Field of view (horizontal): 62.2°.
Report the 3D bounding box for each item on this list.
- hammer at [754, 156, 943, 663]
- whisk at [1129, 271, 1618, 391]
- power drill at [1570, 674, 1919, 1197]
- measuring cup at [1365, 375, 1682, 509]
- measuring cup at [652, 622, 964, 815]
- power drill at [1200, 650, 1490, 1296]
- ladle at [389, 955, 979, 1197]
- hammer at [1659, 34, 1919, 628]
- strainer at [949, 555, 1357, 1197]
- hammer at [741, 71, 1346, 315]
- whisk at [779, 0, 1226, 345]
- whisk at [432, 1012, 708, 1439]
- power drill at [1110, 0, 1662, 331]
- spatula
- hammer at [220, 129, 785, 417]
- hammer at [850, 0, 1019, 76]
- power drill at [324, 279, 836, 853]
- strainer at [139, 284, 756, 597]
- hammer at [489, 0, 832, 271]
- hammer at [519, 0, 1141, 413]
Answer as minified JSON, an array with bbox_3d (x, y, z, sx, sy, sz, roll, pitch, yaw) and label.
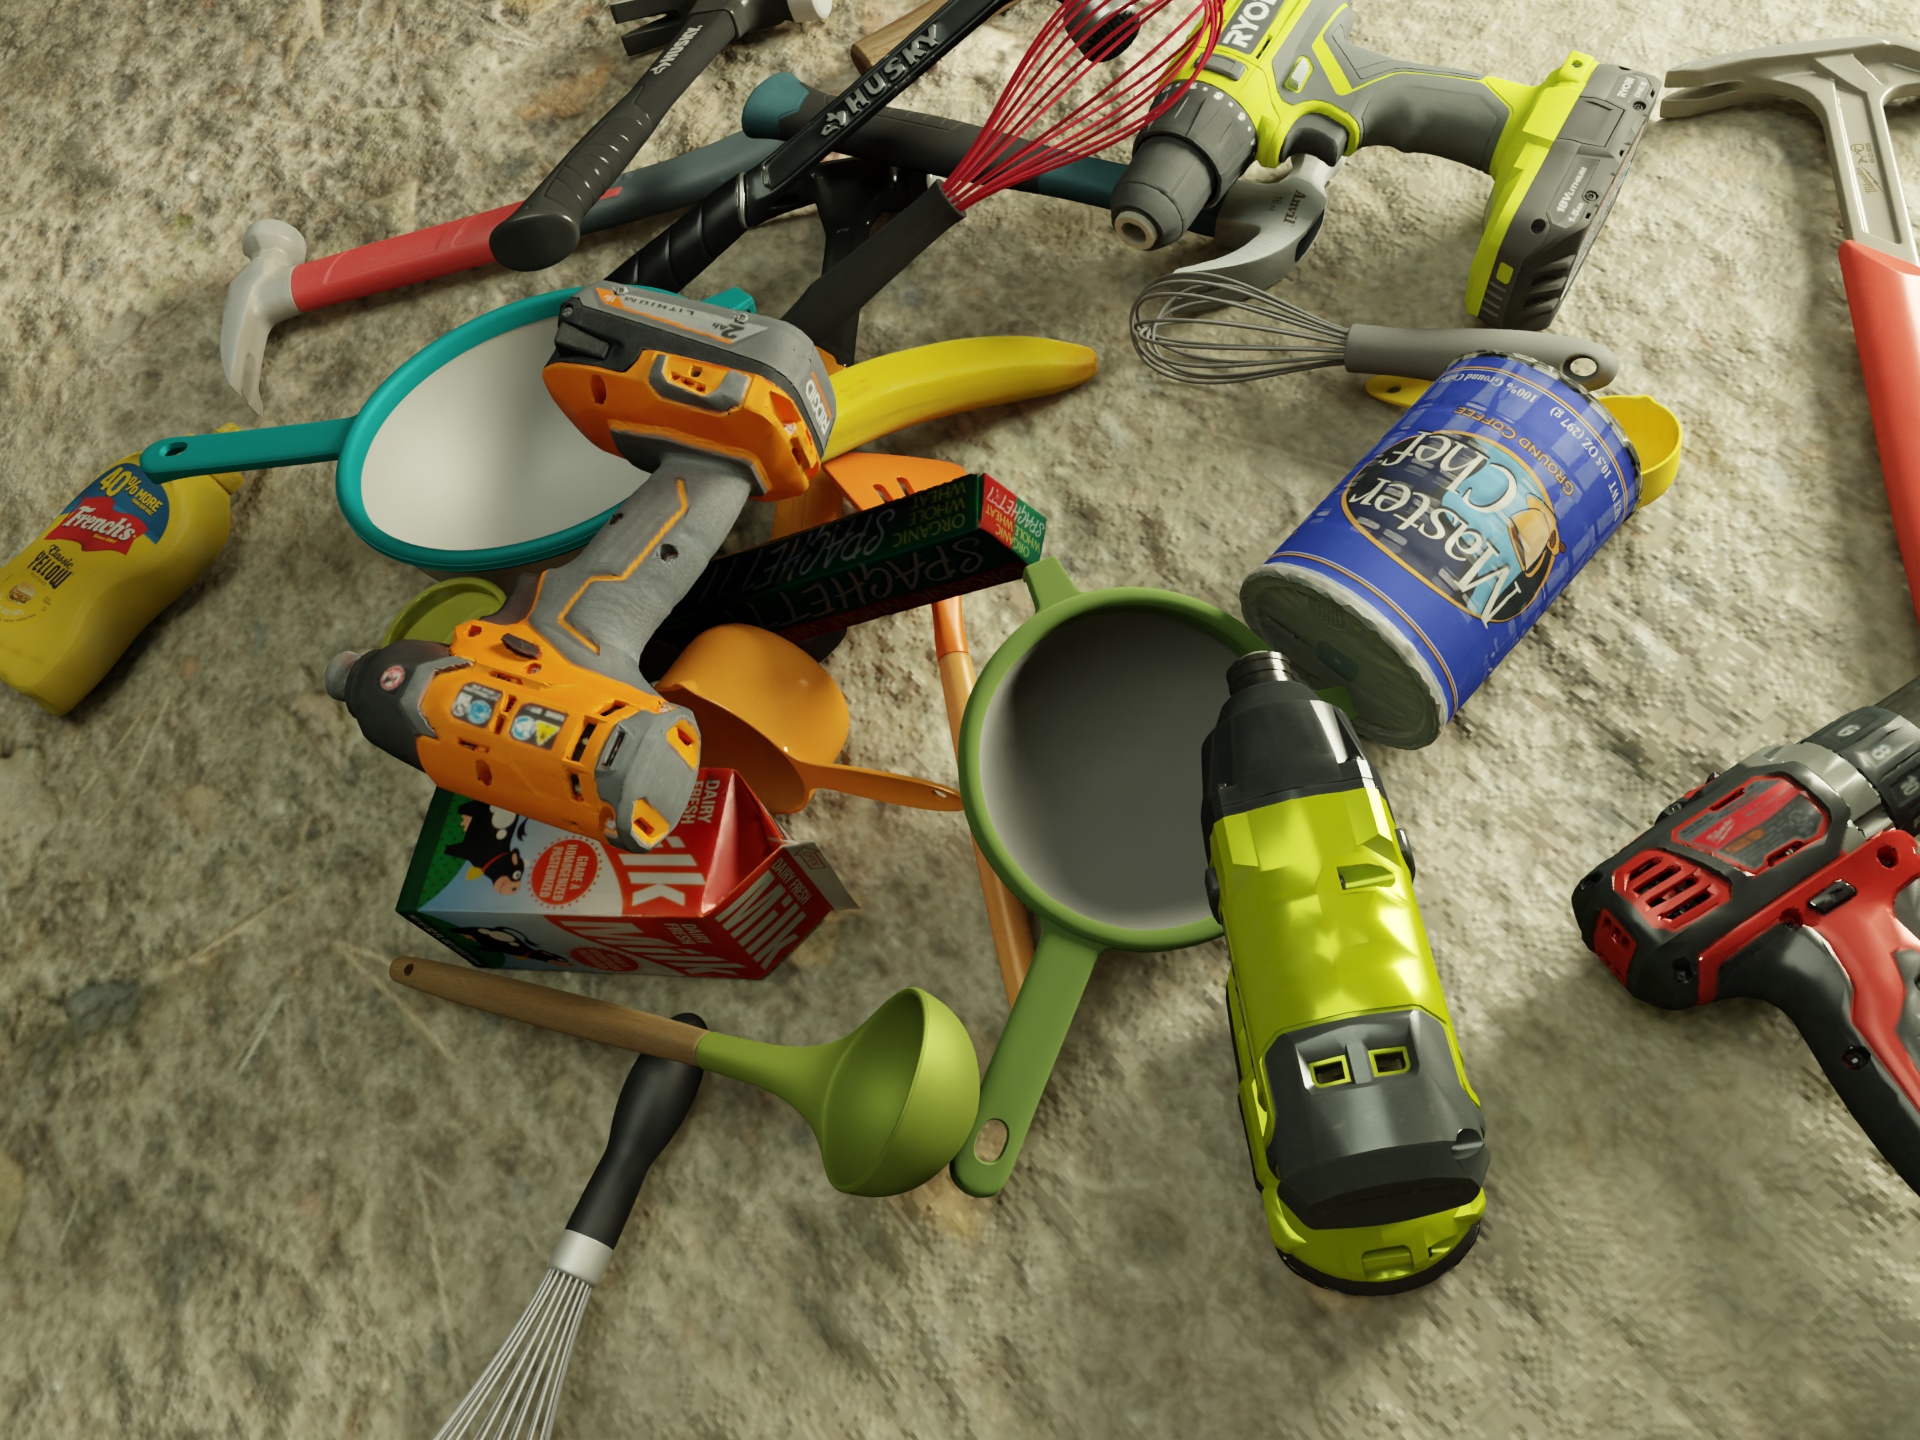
[{"bbox_3d":[-0.081,-0.177,0.860,0.127,0.034,0.337,-4,60,13],"label":"hammer"},{"bbox_3d":[0.191,-0.182,0.766,0.239,0.055,0.055,12,65,26],"label":"whisk"},{"bbox_3d":[0.358,0.090,0.554,0.188,0.080,0.227,-32,54,-4],"label":"power drill"},{"bbox_3d":[0.259,-0.134,0.747,0.157,0.029,0.062,27,64,40],"label":"measuring cup"},{"bbox_3d":[-0.060,0.003,0.709,0.174,0.095,0.052,11,56,32],"label":"measuring cup"},{"bbox_3d":[0.124,0.094,0.529,0.080,0.223,0.171,-13,58,9],"label":"power drill"},{"bbox_3d":[-0.131,0.126,0.650,0.320,0.062,0.078,6,66,31],"label":"ladle"},{"bbox_3d":[0.411,-0.177,0.715,0.149,0.036,0.359,-1,60,16],"label":"hammer"},{"bbox_3d":[0.050,0.071,0.659,0.151,0.069,0.256,24,77,-1],"label":"strainer"},{"bbox_3d":[0.035,-0.306,0.875,0.331,0.033,0.128,18,67,15],"label":"hammer"},{"bbox_3d":[0.010,-0.272,0.791,0.296,0.073,0.073,-34,54,23],"label":"whisk"},{"bbox_3d":[-0.166,0.244,0.630,0.070,0.070,0.285,10,60,22],"label":"whisk"},{"bbox_3d":[0.202,-0.281,0.787,0.228,0.080,0.191,26,70,17],"label":"power drill"},{"bbox_3d":[-0.001,-0.002,0.732,0.081,0.041,0.323,0,62,-24],"label":"spatula"},{"bbox_3d":[-0.275,-0.293,0.983,0.386,0.038,0.143,-12,59,9],"label":"hammer"},{"bbox_3d":[0.078,-0.493,1.000,0.331,0.031,0.130,-33,57,-4],"label":"hammer"},{"bbox_3d":[-0.161,-0.070,0.674,0.164,0.084,0.226,16,71,15],"label":"power drill"},{"bbox_3d":[-0.267,-0.124,0.844,0.340,0.095,0.211,-3,50,14],"label":"strainer"},{"bbox_3d":[-0.196,-0.367,0.954,0.146,0.035,0.335,1,45,20],"label":"hammer"},{"bbox_3d":[-0.105,-0.302,0.870,0.409,0.036,0.149,-35,72,15],"label":"hammer"}]
